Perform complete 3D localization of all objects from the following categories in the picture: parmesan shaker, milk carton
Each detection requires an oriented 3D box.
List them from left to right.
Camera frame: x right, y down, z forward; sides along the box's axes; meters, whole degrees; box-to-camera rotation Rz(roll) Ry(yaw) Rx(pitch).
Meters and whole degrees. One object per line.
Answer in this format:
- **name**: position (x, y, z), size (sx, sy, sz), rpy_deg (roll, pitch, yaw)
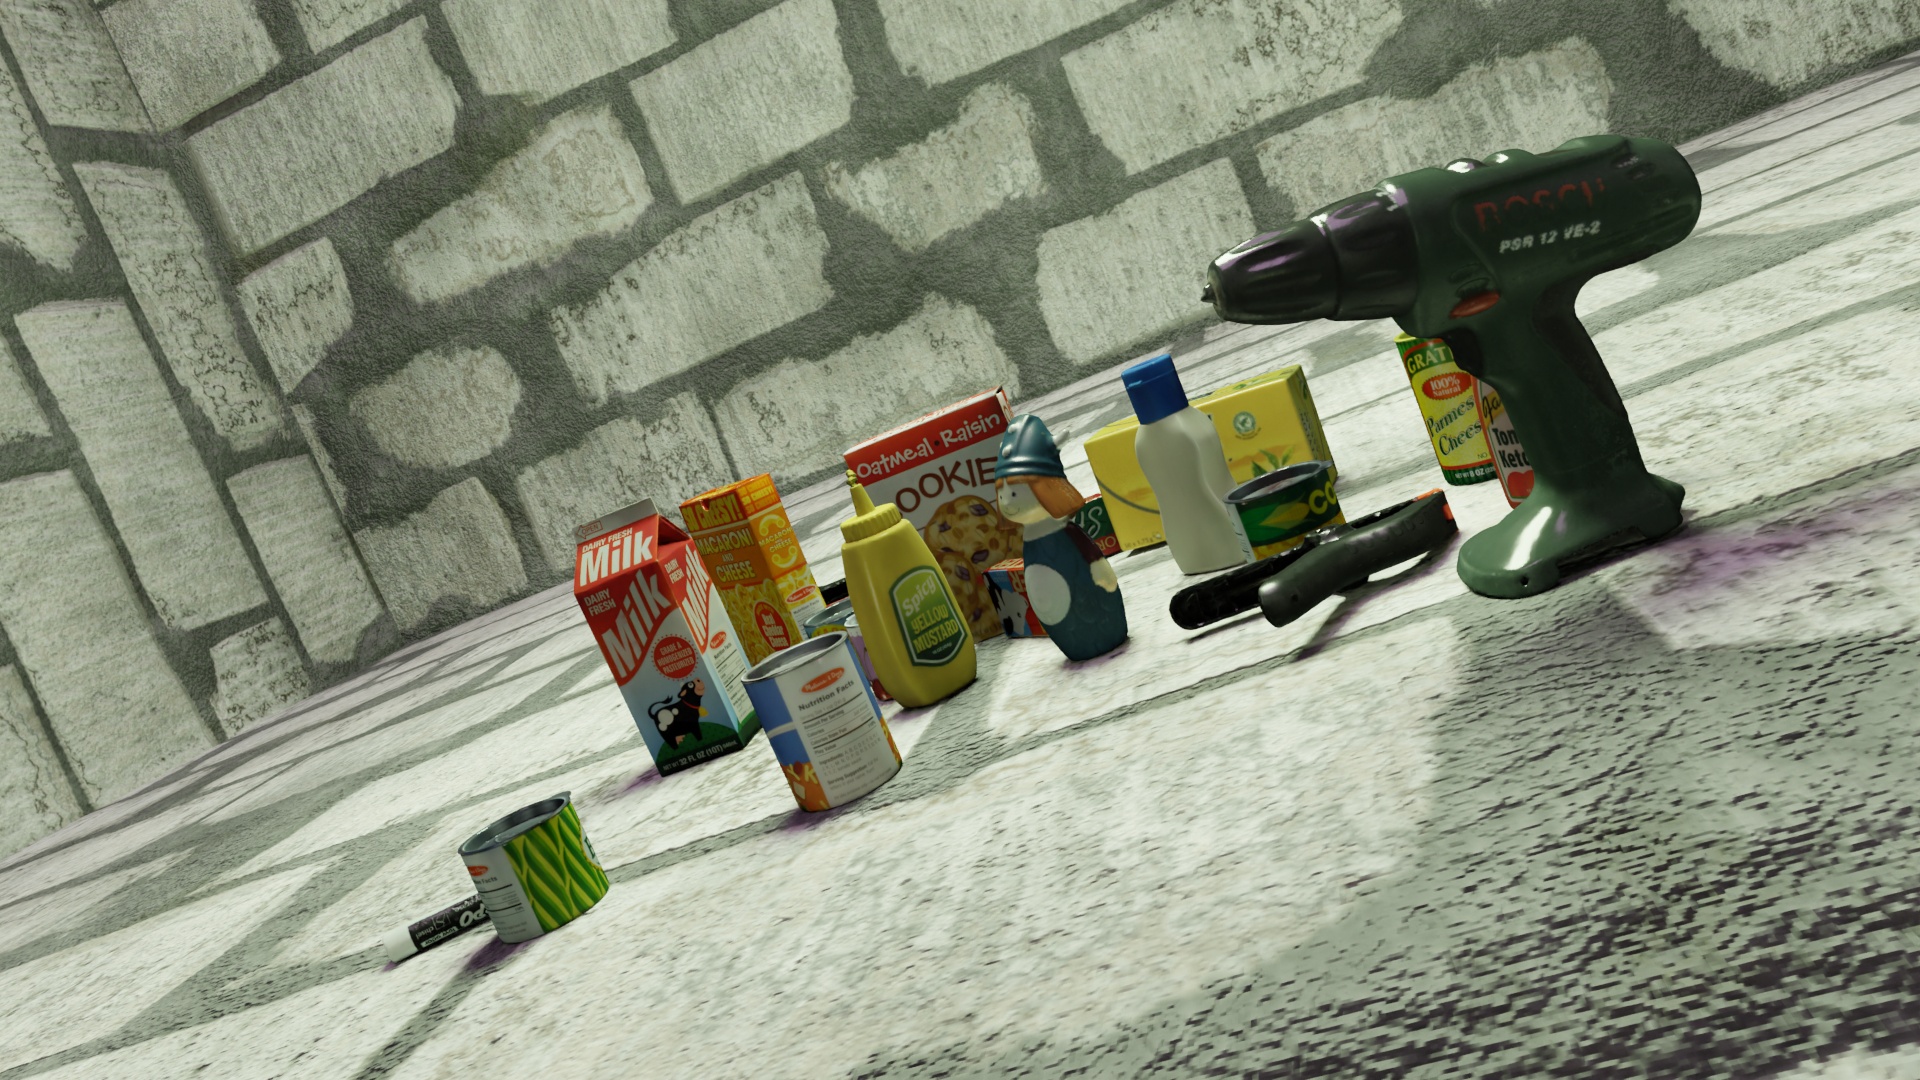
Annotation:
- **milk carton**: position (-0.217, 0.066, 1.019), size (0.072, 0.190, 0.073), rpy_deg (-21, 8, 13)
- **parmesan shaker**: position (0.333, -0.095, 0.900), size (0.071, 0.103, 0.071), rpy_deg (-22, 8, 3)

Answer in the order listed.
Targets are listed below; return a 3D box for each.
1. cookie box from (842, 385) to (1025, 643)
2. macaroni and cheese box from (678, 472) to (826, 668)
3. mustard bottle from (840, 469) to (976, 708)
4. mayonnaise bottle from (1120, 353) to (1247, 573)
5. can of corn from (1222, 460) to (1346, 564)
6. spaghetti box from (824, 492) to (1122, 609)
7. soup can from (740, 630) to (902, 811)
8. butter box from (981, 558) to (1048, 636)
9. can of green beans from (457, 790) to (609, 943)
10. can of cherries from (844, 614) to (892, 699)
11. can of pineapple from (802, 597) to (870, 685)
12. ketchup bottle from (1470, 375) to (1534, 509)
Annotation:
- **cookie box**: position (0.004, -0.013, 1.019), size (0.123, 0.167, 0.040), rpy_deg (-21, 8, 12)
- **macaroni and cheese box**: position (-0.176, 0.031, 1.215), size (0.040, 0.166, 0.123), rpy_deg (-28, 10, -33)
- **mustard bottle**: position (-0.043, 0.028, 0.907), size (0.065, 0.160, 0.048), rpy_deg (-28, 10, -35)
- **mayonnaise bottle**: position (0.153, -0.052, 0.944), size (0.064, 0.148, 0.041), rpy_deg (-15, 11, 45)
- **can of corn**: position (0.206, -0.011, 0.858), size (0.071, 0.058, 0.071), rpy_deg (-22, 8, 3)
- **spaghetti box**: position (0.013, 0.030, 1.128), size (0.250, 0.050, 0.029), rpy_deg (-23, 8, -1)
- **soup can**: position (-0.080, 0.103, 0.798), size (0.071, 0.083, 0.071), rpy_deg (-22, 8, 3)
- **butter box**: position (0.058, 0.038, 0.951), size (0.024, 0.053, 0.103), rpy_deg (-27, 9, -30)
- **can of green beans**: position (-0.241, 0.186, 0.788), size (0.071, 0.057, 0.071), rpy_deg (-22, 8, 3)
- **can of cherries**: position (-0.042, 0.072, 0.976), size (0.071, 0.058, 0.071), rpy_deg (-22, 8, 3)
- **can of pineapple**: position (-0.079, 0.077, 1.048), size (0.071, 0.057, 0.071), rpy_deg (-22, 8, 3)
- **ketchup bottle**: position (0.312, -0.091, 0.769), size (0.044, 0.148, 0.064), rpy_deg (-27, 9, -30)
